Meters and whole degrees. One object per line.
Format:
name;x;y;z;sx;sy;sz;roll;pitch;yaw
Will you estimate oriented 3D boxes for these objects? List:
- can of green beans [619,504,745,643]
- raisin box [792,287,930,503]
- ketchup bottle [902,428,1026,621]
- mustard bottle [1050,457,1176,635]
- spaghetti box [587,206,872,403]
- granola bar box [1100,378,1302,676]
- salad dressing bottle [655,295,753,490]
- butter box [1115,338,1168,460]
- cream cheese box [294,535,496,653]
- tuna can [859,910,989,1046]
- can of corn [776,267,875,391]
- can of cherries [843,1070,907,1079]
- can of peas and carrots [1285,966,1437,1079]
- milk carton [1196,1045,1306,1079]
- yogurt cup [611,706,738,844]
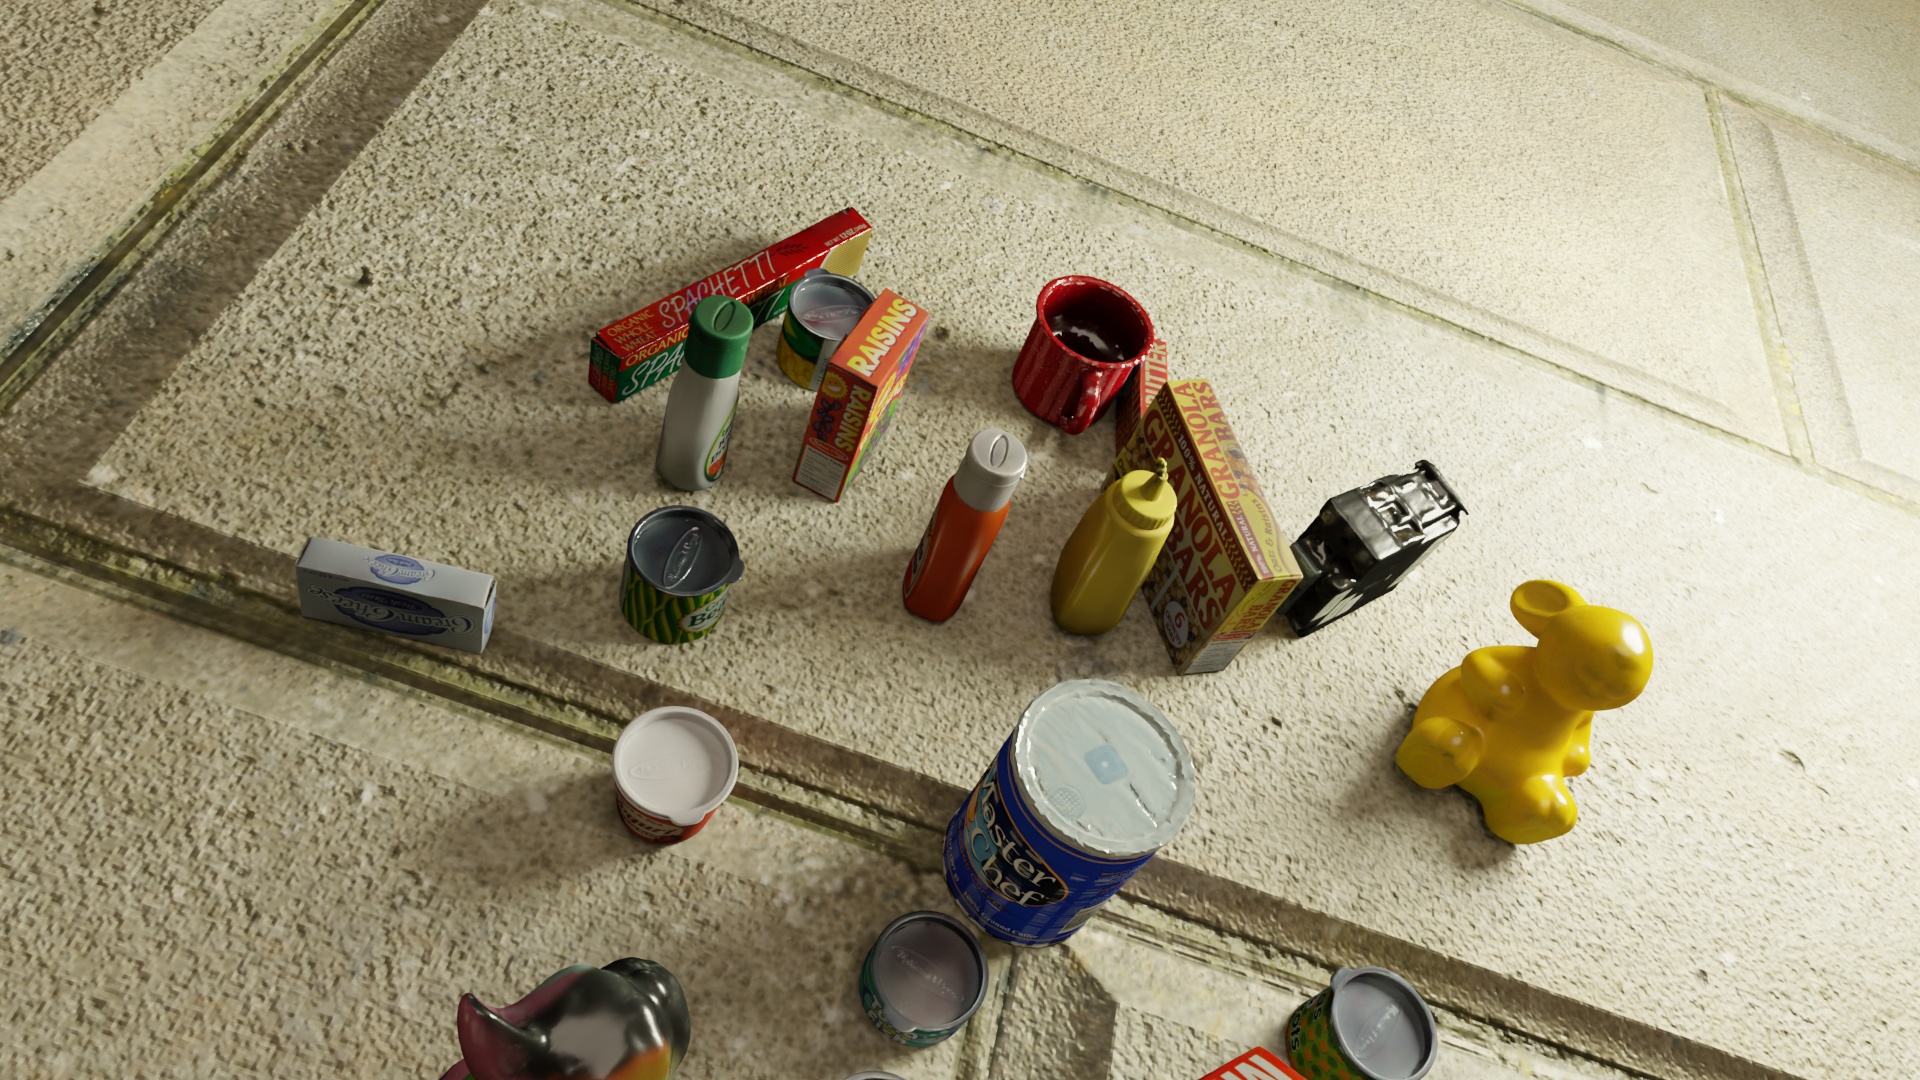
can of green beans;-0.173;0.022;0.851;0.071;0.057;0.071;10;52;-13
raisin box;-0.068;-0.096;0.935;0.040;0.122;0.086;29;51;2
ketchup bottle;0.003;-0.011;0.881;0.043;0.148;0.065;21;51;-5
mustard bottle;0.104;0.000;0.903;0.049;0.159;0.065;12;52;-12
spaghetti box;-0.162;-0.174;1.005;0.029;0.050;0.251;43;52;13
granola bar box;0.159;-0.009;0.953;0.039;0.123;0.166;-5;57;-23
salad dressing bottle;-0.162;-0.092;0.881;0.044;0.146;0.064;21;51;-4
butter box;0.138;-0.102;1.060;0.024;0.052;0.104;13;52;-11
cream cheese box;-0.320;0.032;0.792;0.104;0.053;0.024;14;52;-10
tuna can;-0.022;0.242;0.759;0.071;0.032;0.071;10;52;-13
can of corn;-0.098;-0.152;1.008;0.071;0.058;0.071;10;52;-13
can of cherries;-0.050;0.304;0.686;0.071;0.058;0.072;10;52;-13
can of peas and carrots;0.228;0.286;0.801;0.071;0.058;0.071;10;52;-13
milk carton;0.113;0.303;0.661;0.072;0.189;0.073;-17;63;-30
yogurt cup;-0.162;0.134;0.774;0.072;0.053;0.073;10;52;-13
